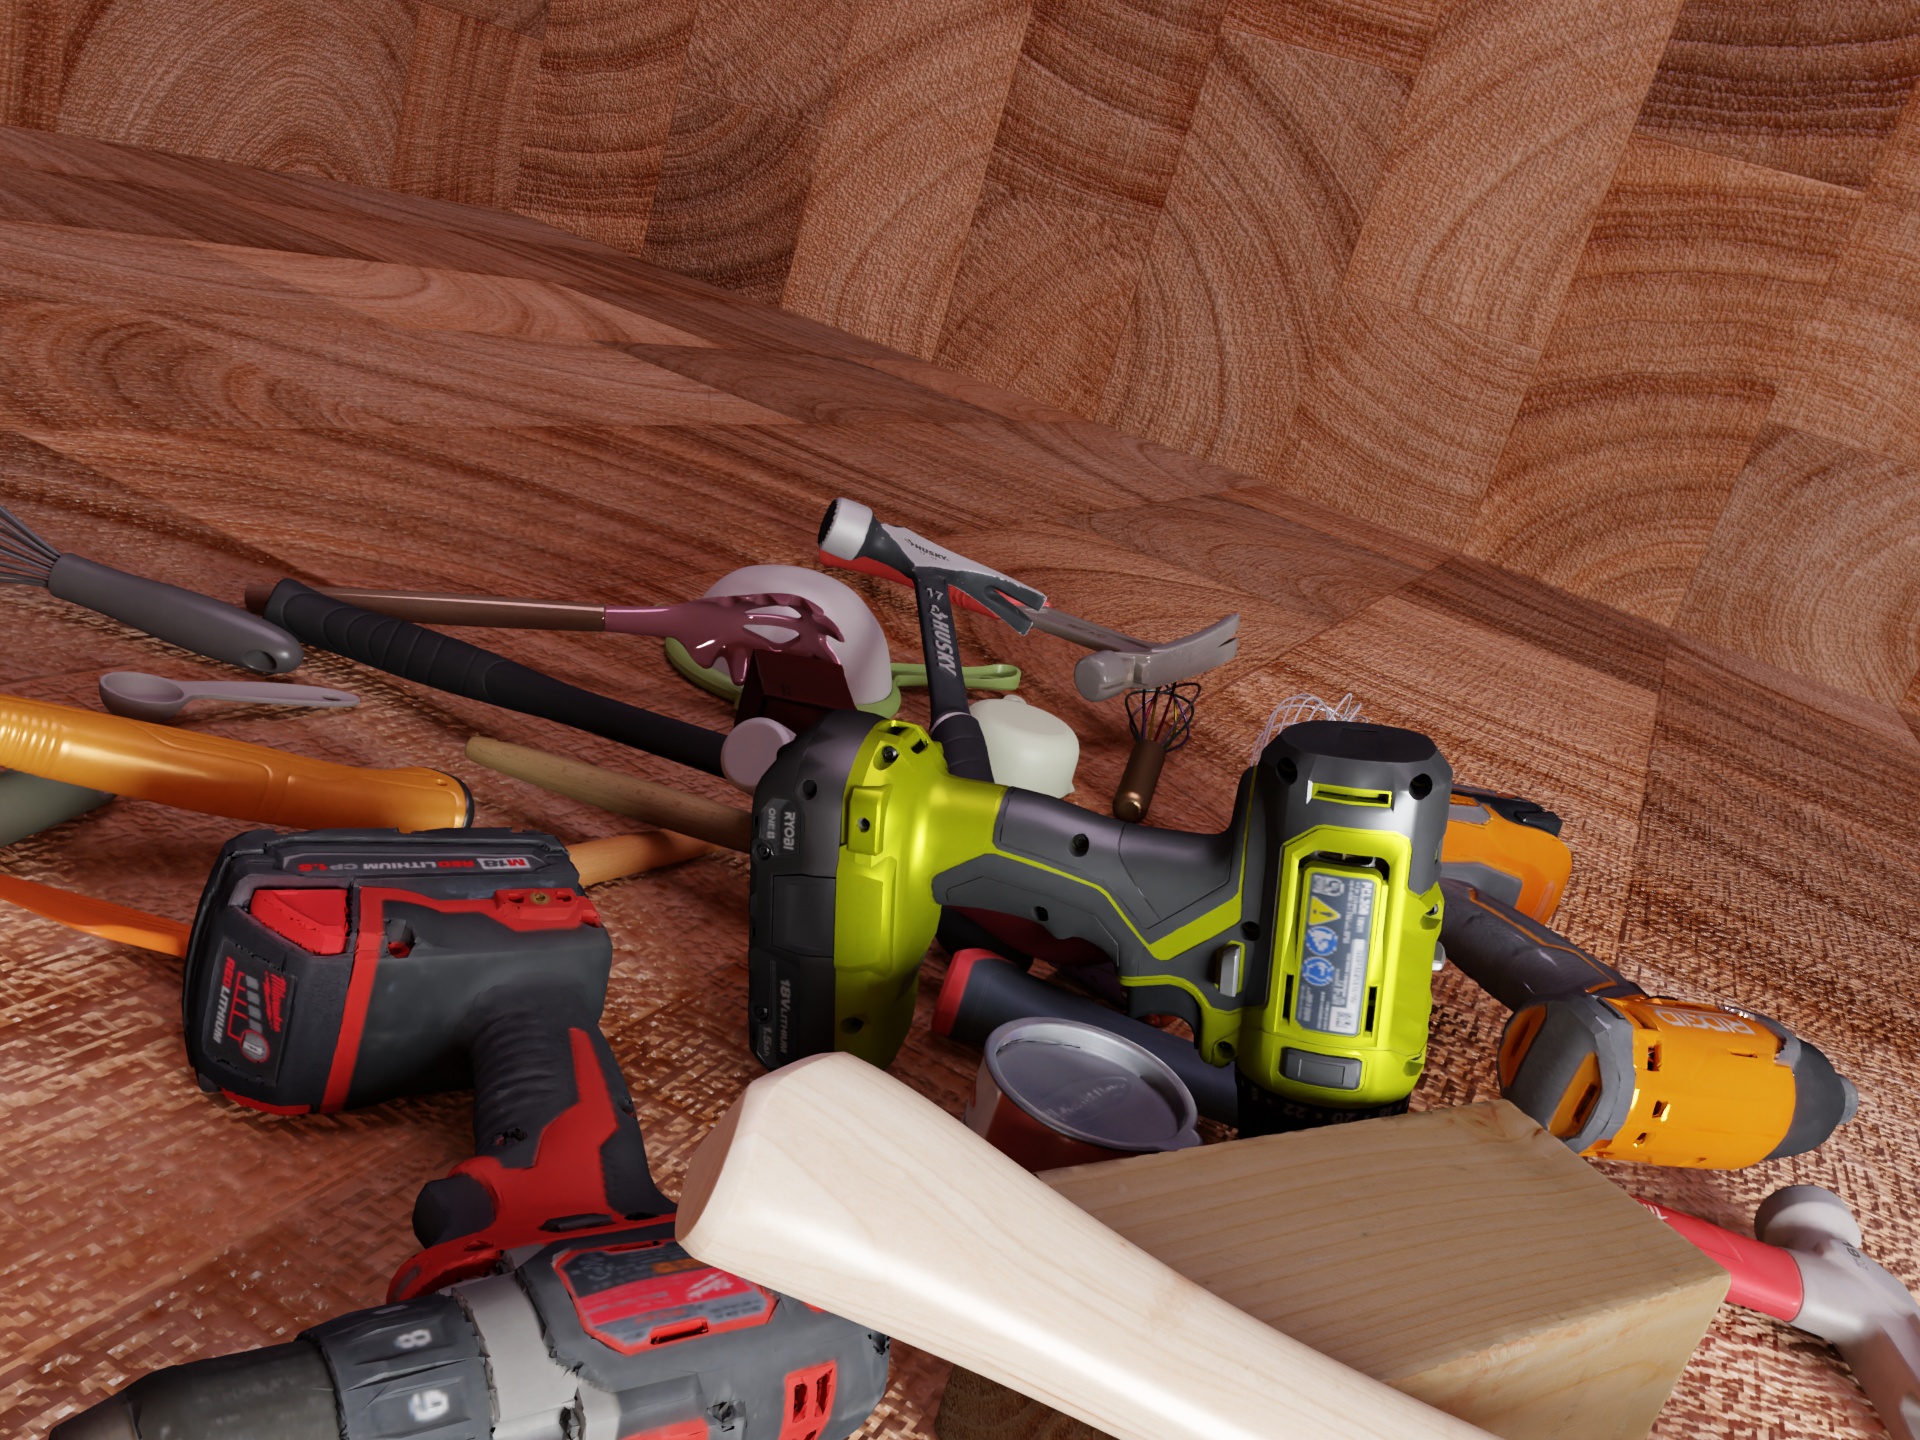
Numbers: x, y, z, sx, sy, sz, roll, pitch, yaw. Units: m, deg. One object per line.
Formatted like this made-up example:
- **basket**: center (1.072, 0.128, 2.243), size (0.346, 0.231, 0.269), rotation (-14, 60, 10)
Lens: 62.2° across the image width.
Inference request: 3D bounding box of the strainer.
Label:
- **strainer**: center (-0.059, -0.055, 1.013), size (0.256, 0.069, 0.152), rotation (2, 23, -36)

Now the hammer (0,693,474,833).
- **hammer**: center (-0.319, 0.006, 0.538), size (0.336, 0.034, 0.127), rotation (18, 12, -43)

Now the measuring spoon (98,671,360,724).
- **measuring spoon**: center (-0.328, -0.006, 0.721), size (0.034, 0.018, 0.124), rotation (28, 14, 31)

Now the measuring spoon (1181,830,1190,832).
- **measuring spoon**: center (0.162, 0.096, 0.868), size (0.128, 0.021, 0.042), rotation (22, 33, -17)

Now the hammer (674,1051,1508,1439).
- **hammer**: center (0.129, 0.181, 0.331), size (0.410, 0.038, 0.146), rotation (27, 37, -12)

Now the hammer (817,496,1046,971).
- **hammer**: center (-0.001, -0.003, 0.859), size (0.149, 0.036, 0.409), rotation (20, 27, -18)

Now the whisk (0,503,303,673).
- **whisk**: center (-0.430, -0.073, 0.765), size (0.239, 0.055, 0.055), rotation (21, 18, -2)

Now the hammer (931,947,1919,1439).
- **hammer**: center (0.172, 0.173, 0.606), size (0.386, 0.038, 0.143), rotation (19, 19, 3)

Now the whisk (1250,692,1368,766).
- **whisk**: center (0.162, 0.056, 0.850), size (0.070, 0.070, 0.284), rotation (24, 35, 21)

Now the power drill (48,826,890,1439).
- **power drill**: center (-0.146, 0.118, 0.420), size (0.187, 0.080, 0.227), rotation (2, 26, -38)

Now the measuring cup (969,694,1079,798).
- **measuring cup**: center (0.036, -0.001, 0.990), size (0.083, 0.038, 0.168), rotation (17, 20, -2)

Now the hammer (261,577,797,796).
- **hammer**: center (-0.199, -0.011, 0.763), size (0.335, 0.035, 0.146), rotation (17, -8, 20)

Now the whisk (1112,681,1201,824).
- **whisk**: center (0.123, 0.012, 1.032), size (0.051, 0.047, 0.245), rotation (21, 21, 6)

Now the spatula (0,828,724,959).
- **spatula**: center (-0.196, 0.057, 0.601), size (0.081, 0.041, 0.322), rotation (11, 11, 32)

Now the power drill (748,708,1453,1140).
- **power drill**: center (0.047, 0.089, 0.553), size (0.228, 0.190, 0.080), rotation (7, 15, 15)

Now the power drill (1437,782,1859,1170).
- **power drill**: center (0.268, 0.110, 0.697), size (0.164, 0.084, 0.227), rotation (11, 21, -23)

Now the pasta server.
- **pasta server**: center (-0.222, -0.054, 0.868), size (0.316, 0.060, 0.040), rotation (3, 32, -12)

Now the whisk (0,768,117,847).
- **whisk**: center (-0.344, 0.044, 0.500), size (0.059, 0.057, 0.246), rotation (-3, 12, 6)

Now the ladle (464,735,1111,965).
- **ladle**: center (-0.070, 0.053, 0.674), size (0.315, 0.031, 0.069), rotation (16, -6, 13)

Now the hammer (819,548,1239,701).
- **hammer**: center (0.027, -0.094, 1.180), size (0.149, 0.036, 0.359), rotation (-19, 31, -39)
